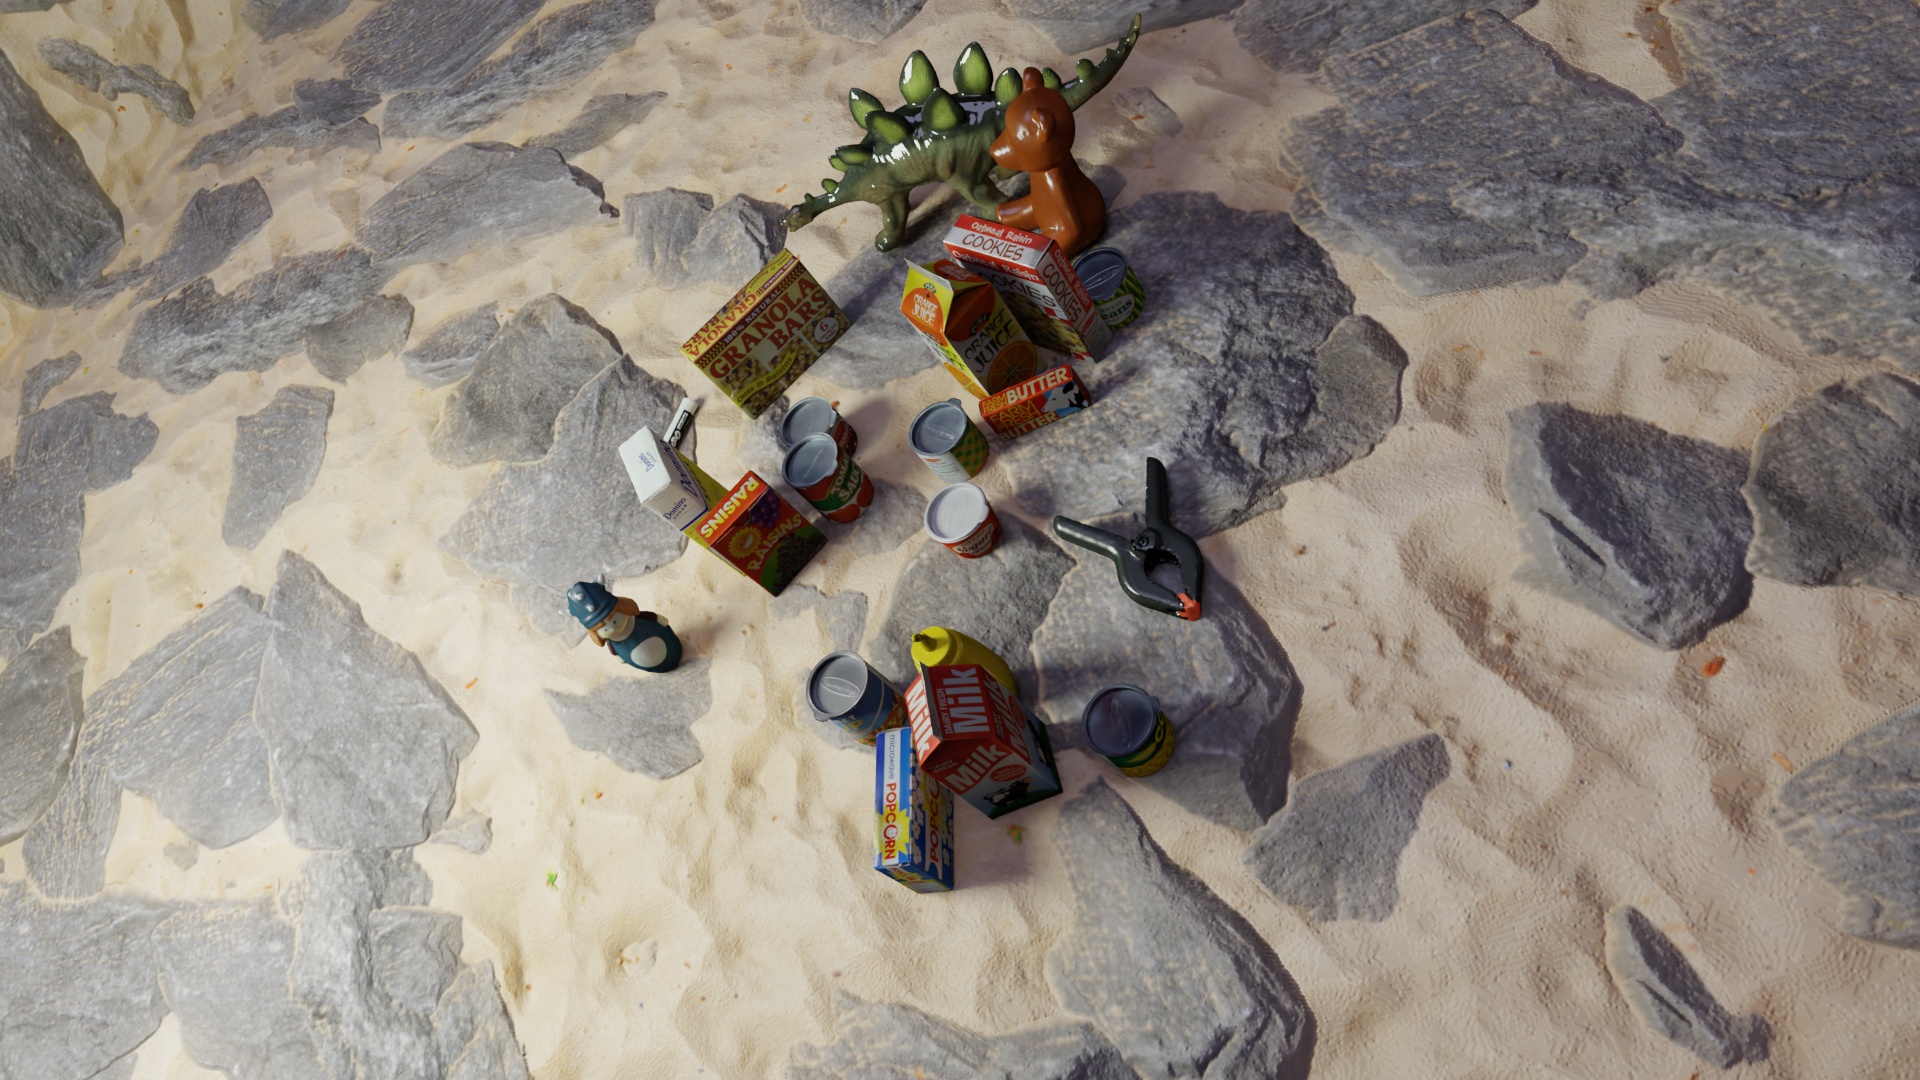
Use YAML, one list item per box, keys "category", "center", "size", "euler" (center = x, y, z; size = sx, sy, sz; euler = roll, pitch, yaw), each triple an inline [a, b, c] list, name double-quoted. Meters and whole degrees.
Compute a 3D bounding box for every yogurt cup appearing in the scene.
- category: "yogurt cup"
  center: [0.005, -0.017, 1.377]
  size: [0.072, 0.053, 0.073]
  euler: [-13, 57, 21]

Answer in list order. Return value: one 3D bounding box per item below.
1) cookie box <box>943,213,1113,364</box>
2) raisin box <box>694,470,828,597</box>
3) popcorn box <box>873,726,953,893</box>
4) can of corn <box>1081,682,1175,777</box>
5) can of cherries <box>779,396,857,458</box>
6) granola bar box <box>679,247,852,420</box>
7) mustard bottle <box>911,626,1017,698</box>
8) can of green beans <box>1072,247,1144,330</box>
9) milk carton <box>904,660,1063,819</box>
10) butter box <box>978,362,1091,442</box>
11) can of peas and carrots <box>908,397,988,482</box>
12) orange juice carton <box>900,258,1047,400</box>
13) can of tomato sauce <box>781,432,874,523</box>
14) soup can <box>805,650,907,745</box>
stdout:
- category: "cookie box"
  center: [0.071, -0.255, 1.411]
  size: [0.123, 0.167, 0.040]
  euler: [24, 76, 36]
- category: "raisin box"
  center: [-0.205, -0.005, 1.438]
  size: [0.086, 0.123, 0.040]
  euler: [-47, 52, -3]
- category: "popcorn box"
  center: [-0.040, 0.239, 1.230]
  size: [0.038, 0.085, 0.127]
  euler: [-14, 57, 21]
- category: "can of corn"
  center: [0.147, 0.163, 1.192]
  size: [0.071, 0.058, 0.071]
  euler: [-13, 57, 21]
- category: "can of cherries"
  center: [-0.152, -0.114, 1.516]
  size: [0.071, 0.058, 0.072]
  euler: [-13, 57, 21]
- category: "granola bar box"
  center: [-0.218, -0.232, 1.580]
  size: [0.165, 0.124, 0.039]
  euler: [-45, 51, -2]
- category: "mustard bottle"
  center: [-0.004, 0.112, 1.237]
  size: [0.065, 0.160, 0.049]
  euler: [-27, 53, 12]
- category: "can of green beans"
  center: [0.152, -0.260, 1.441]
  size: [0.071, 0.057, 0.071]
  euler: [-13, 57, 21]
- category: "milk carton"
  center: [0.013, 0.167, 1.177]
  size: [0.073, 0.190, 0.072]
  euler: [-24, 54, 14]
- category: "butter box"
  center: [0.075, -0.139, 1.413]
  size: [0.103, 0.053, 0.024]
  euler: [-22, 54, 16]
- category: "can of peas and carrots"
  center: [-0.010, -0.103, 1.433]
  size: [0.071, 0.058, 0.071]
  euler: [-13, 57, 21]
- category: "orange juice carton"
  center: [0.007, -0.216, 1.405]
  size: [0.073, 0.192, 0.072]
  euler: [-49, 52, -5]
- category: "can of tomato sauce"
  center: [-0.137, -0.064, 1.462]
  size: [0.071, 0.083, 0.071]
  euler: [-13, 57, 21]
- category: "soup can"
  center: [-0.098, 0.153, 1.313]
  size: [0.071, 0.083, 0.071]
  euler: [-13, 57, 21]
